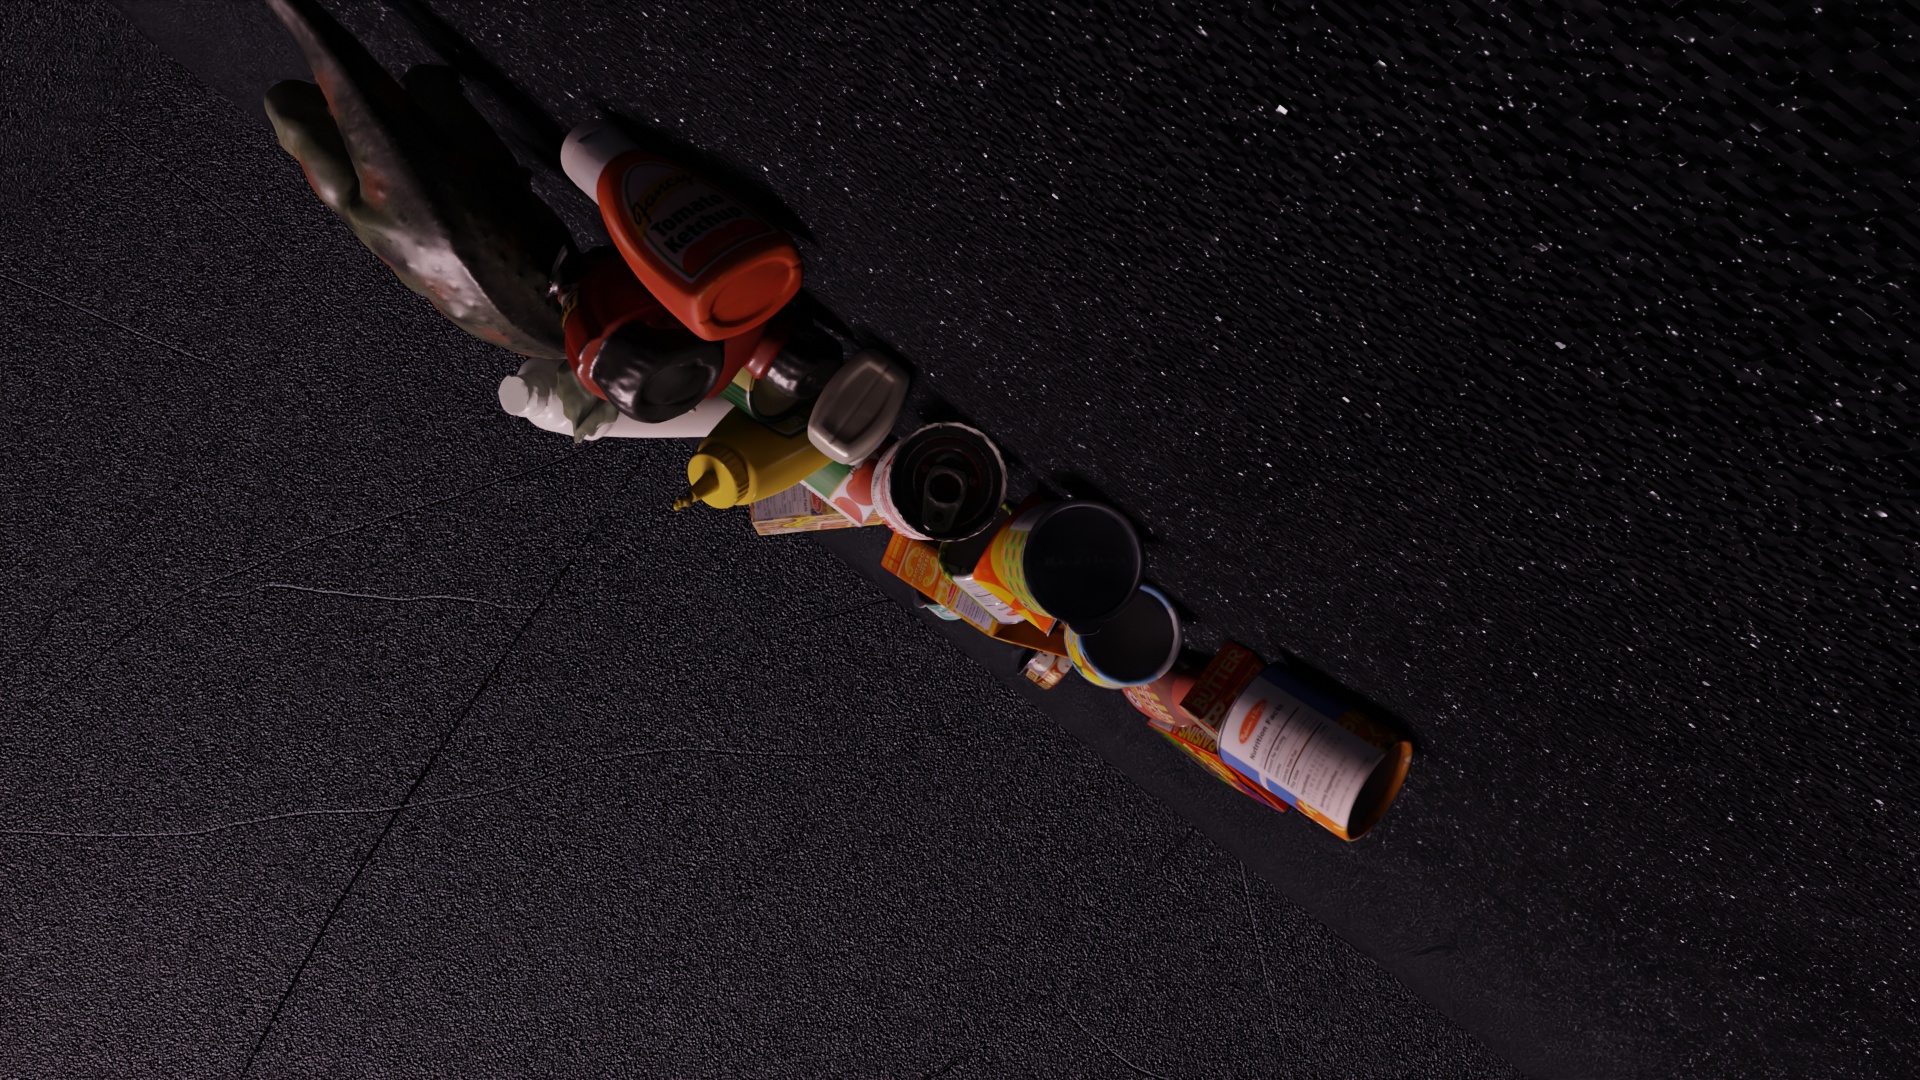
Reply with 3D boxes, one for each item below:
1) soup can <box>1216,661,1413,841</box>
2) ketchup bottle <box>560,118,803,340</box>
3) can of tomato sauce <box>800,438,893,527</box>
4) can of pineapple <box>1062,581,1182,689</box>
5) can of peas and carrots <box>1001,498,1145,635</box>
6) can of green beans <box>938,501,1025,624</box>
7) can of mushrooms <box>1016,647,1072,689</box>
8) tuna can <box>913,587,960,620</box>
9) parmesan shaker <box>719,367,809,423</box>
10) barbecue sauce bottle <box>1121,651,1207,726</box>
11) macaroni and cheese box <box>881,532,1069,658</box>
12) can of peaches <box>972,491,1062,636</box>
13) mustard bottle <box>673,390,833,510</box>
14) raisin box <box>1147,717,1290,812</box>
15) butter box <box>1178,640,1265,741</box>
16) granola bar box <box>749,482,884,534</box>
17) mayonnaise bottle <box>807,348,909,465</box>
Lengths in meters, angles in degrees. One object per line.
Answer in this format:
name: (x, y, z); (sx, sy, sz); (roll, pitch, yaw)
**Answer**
soup can: (0.196, 0.116, 0.766); (0.084, 0.071, 0.071); (32, 171, 36)
ketchup bottle: (-0.142, -0.156, 0.675); (0.149, 0.065, 0.043); (42, 157, 31)
can of tomato sauce: (-0.087, -0.061, 1.031); (0.083, 0.071, 0.071); (37, 173, -4)
can of pineapple: (0.099, 0.059, 0.867); (0.071, 0.071, 0.058); (37, 172, 2)
can of peas and carrots: (0.059, 0.013, 0.746); (0.071, 0.071, 0.058); (38, 174, -8)
can of green beans: (0.027, 0.014, 0.943); (0.057, 0.071, 0.071); (43, 171, -36)
can of mushrooms: (0.081, 0.101, 1.248); (0.033, 0.071, 0.071); (36, 173, -5)
tuna can: (-0.010, 0.042, 1.323); (0.071, 0.071, 0.032); (30, 171, 47)
parmesan shaker: (-0.144, -0.122, 0.870); (0.103, 0.071, 0.071); (33, 172, 27)
barbecue sauce bottle: (0.156, 0.105, 0.994); (0.065, 0.044, 0.148); (53, 171, -6)
macaroni and cheese box: (0.030, 0.044, 1.098); (0.124, 0.040, 0.167); (18, -174, -37)
can of peaches: (0.048, 0.013, 0.820); (0.058, 0.071, 0.071); (37, 173, 10)
mustard bottle: (-0.126, -0.059, 0.886); (0.065, 0.161, 0.048); (31, 132, 14)
raisin box: (0.222, 0.176, 1.167); (0.086, 0.040, 0.123); (40, 172, -18)
butter box: (0.183, 0.111, 0.854); (0.103, 0.053, 0.024); (42, 174, -32)
granola bar box: (-0.113, -0.034, 1.168); (0.124, 0.039, 0.165); (-5, 178, -7)
mayonnaise bottle: (-0.060, -0.074, 0.818); (0.041, 0.065, 0.148); (37, 177, -4)
